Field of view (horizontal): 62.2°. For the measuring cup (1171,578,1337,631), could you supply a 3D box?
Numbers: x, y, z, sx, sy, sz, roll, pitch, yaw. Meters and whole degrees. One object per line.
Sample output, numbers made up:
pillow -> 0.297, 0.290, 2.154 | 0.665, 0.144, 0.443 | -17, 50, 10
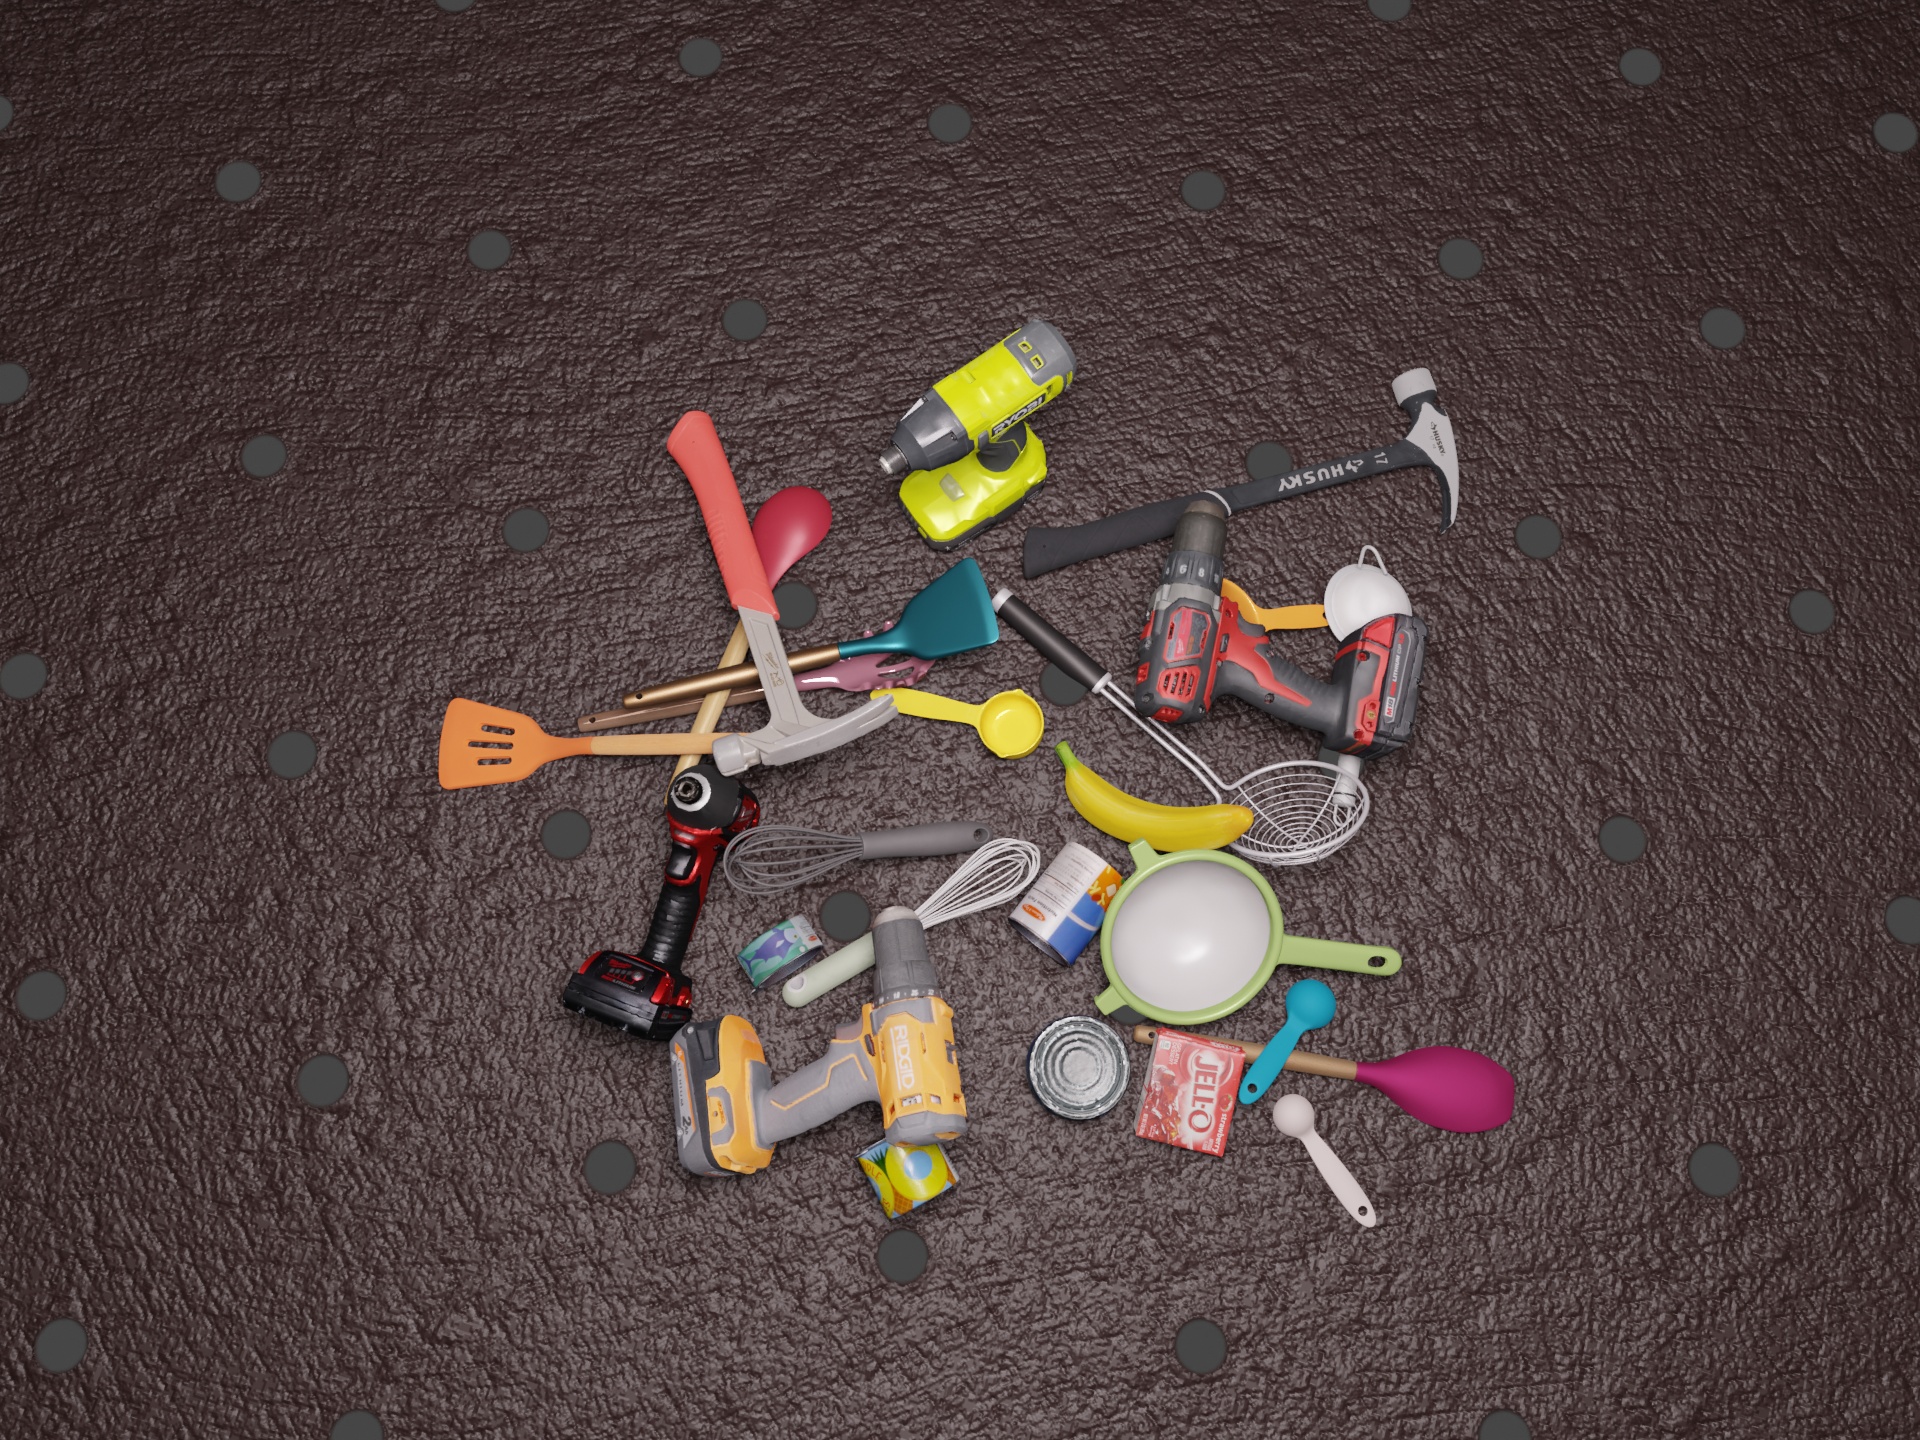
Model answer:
measuring cup -> 0.248, -0.080, 1.391 | 0.173, 0.052, 0.095 | -6, 76, -24

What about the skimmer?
skimmer -> 0.177, -0.009, 1.348 | 0.363, 0.090, 0.127 | 41, 55, 10

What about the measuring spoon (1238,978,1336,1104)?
measuring spoon -> 0.267, 0.262, 1.305 | 0.042, 0.021, 0.129 | 35, 63, 15

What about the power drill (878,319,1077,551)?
power drill -> 0.008, -0.228, 1.327 | 0.171, 0.223, 0.080 | -35, 80, -8

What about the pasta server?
pasta server -> -0.176, -0.029, 1.375 | 0.316, 0.040, 0.060 | -11, 68, -2

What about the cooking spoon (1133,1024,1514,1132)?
cooking spoon -> 0.301, 0.287, 1.319 | 0.319, 0.017, 0.069 | 9, 74, 1

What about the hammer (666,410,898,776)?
hammer -> -0.173, -0.124, 1.341 | 0.149, 0.036, 0.359 | -19, 60, -3

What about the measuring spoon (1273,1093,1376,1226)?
measuring spoon -> 0.302, 0.361, 1.302 | 0.034, 0.018, 0.124 | -34, 81, -8

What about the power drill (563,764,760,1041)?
power drill -> -0.232, 0.142, 1.283 | 0.078, 0.143, 0.220 | 19, 80, 9

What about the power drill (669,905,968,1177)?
power drill -> -0.112, 0.256, 1.255 | 0.226, 0.084, 0.185 | -16, 66, 15

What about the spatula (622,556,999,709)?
spatula -> -0.128, -0.058, 1.334 | 0.317, 0.044, 0.082 | -15, 71, -7

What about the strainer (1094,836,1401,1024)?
strainer -> 0.235, 0.176, 1.318 | 0.256, 0.069, 0.151 | 8, 103, -10

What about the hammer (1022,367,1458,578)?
hammer -> 0.250, -0.194, 1.420 | 0.409, 0.036, 0.149 | -16, 79, -4

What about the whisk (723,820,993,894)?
whisk -> -0.081, 0.107, 1.312 | 0.239, 0.055, 0.055 | -4, 76, -24

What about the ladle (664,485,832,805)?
ladle -> -0.189, -0.070, 1.368 | 0.069, 0.031, 0.315 | 16, 73, 16

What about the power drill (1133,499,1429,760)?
power drill -> 0.262, -0.072, 1.313 | 0.226, 0.080, 0.188 | 14, 77, -5

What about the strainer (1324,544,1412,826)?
strainer -> 0.351, -0.034, 1.384 | 0.087, 0.050, 0.258 | 13, 80, -13

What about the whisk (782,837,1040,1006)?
whisk -> -0.040, 0.171, 1.330 | 0.246, 0.059, 0.058 | -30, 44, -3

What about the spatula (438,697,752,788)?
spatula -> -0.291, 0.019, 1.333 | 0.322, 0.041, 0.081 | -2, 76, 20

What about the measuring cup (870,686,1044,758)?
measuring cup -> -0.002, -0.004, 1.383 | 0.156, 0.029, 0.062 | 12, 77, 14
